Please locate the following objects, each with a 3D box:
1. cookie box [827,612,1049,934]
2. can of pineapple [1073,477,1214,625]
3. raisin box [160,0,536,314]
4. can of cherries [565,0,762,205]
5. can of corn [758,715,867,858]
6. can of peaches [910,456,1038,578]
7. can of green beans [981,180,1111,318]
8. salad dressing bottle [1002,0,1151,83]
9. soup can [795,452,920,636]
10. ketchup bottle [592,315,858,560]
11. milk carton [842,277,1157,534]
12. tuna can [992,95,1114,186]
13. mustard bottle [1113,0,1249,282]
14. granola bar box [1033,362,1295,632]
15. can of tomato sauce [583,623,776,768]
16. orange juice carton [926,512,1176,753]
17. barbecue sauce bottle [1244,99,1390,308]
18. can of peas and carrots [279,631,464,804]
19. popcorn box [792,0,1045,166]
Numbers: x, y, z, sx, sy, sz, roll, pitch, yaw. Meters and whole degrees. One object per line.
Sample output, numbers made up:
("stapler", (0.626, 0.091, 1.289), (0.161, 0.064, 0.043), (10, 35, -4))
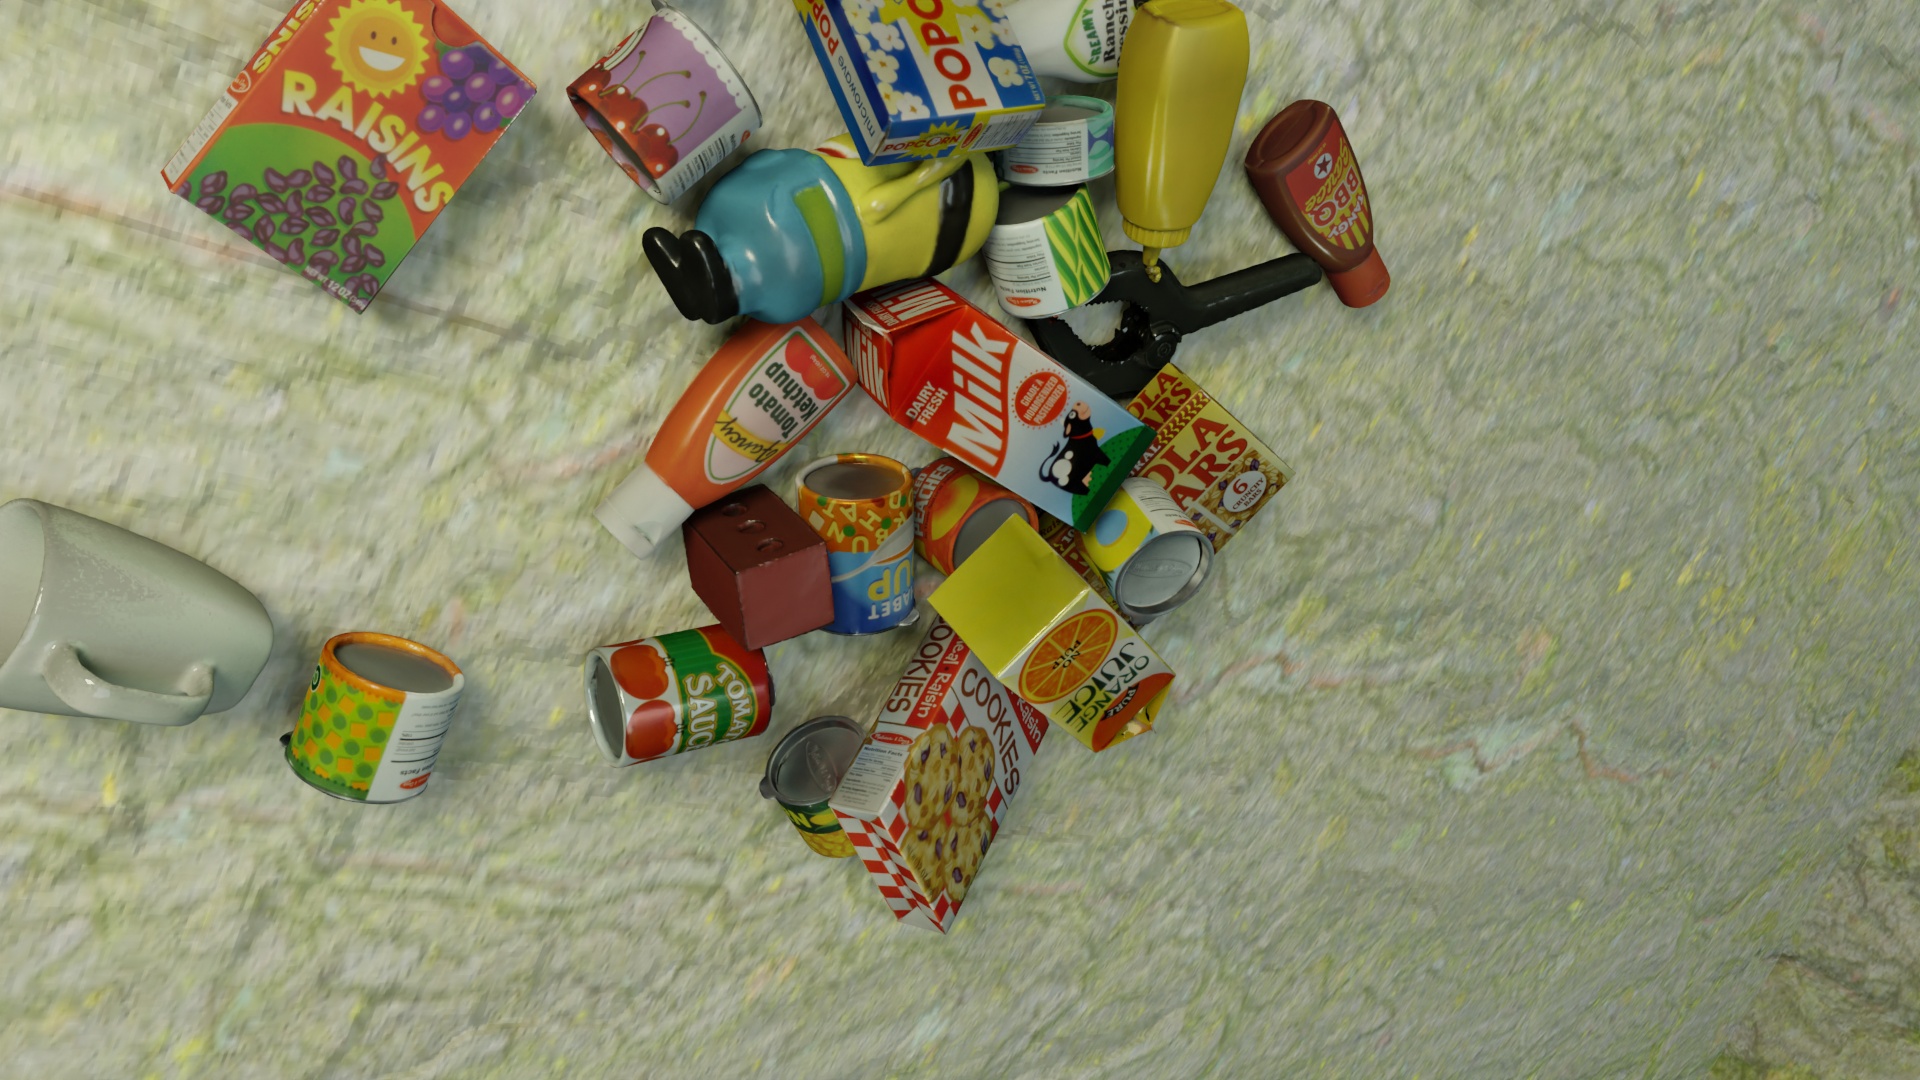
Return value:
("cookie box", (-0.008, 0.135, 0.856), (0.168, 0.040, 0.122), (-59, 141, -37))
("can of pineapple", (0.108, 0.005, 0.835), (0.071, 0.058, 0.070), (-15, 132, -17))
("raisin box", (-0.247, -0.168, 0.566), (0.123, 0.040, 0.086), (-53, 132, -2))
("can of cherries", (-0.134, -0.195, 0.620), (0.058, 0.071, 0.071), (-43, 132, -8))
("can of corn", (-0.079, 0.152, 0.845), (0.071, 0.071, 0.058), (-37, 131, -15))
("can of peaches", (0.003, -0.010, 0.823), (0.071, 0.058, 0.071), (-18, 124, -28))
("can of green beans", (0.044, -0.165, 0.765), (0.071, 0.071, 0.057), (-35, 129, -16))
("salad dressing bottle", (0.048, -0.266, 0.728), (0.148, 0.044, 0.064), (-24, 129, -24))
("soup can", (-0.056, 0.002, 0.778), (0.071, 0.071, 0.083), (-16, 122, -29))
("ketchup bottle", (-0.124, -0.055, 0.716), (0.149, 0.043, 0.064), (-46, 133, -6))
("milk carton", (0.009, -0.084, 0.762), (0.190, 0.072, 0.073), (29, 100, -33))
("tuna can", (0.050, -0.215, 0.744), (0.071, 0.071, 0.032), (-21, 124, -26))
("mustard bottle", (0.113, -0.212, 0.758), (0.065, 0.049, 0.159), (-18, 136, -25))
("granola bar box", (0.118, -0.019, 0.892), (0.165, 0.039, 0.124), (-47, 134, 13))
("can of tomato sauce", (-0.152, 0.083, 0.751), (0.083, 0.071, 0.071), (-10, 119, -32))
("orange juice carton", (0.066, 0.066, 0.835), (0.073, 0.072, 0.192), (-45, 144, 2))
("barbecue sauce bottle", (0.237, -0.211, 0.898), (0.065, 0.044, 0.148), (-49, 133, -5))
("can of peas and carrots", (-0.280, 0.082, 0.661), (0.071, 0.071, 0.058), (15, 104, -40))
("popcorn box", (-0.025, -0.238, 0.641), (0.085, 0.127, 0.038), (-17, 167, -28))
